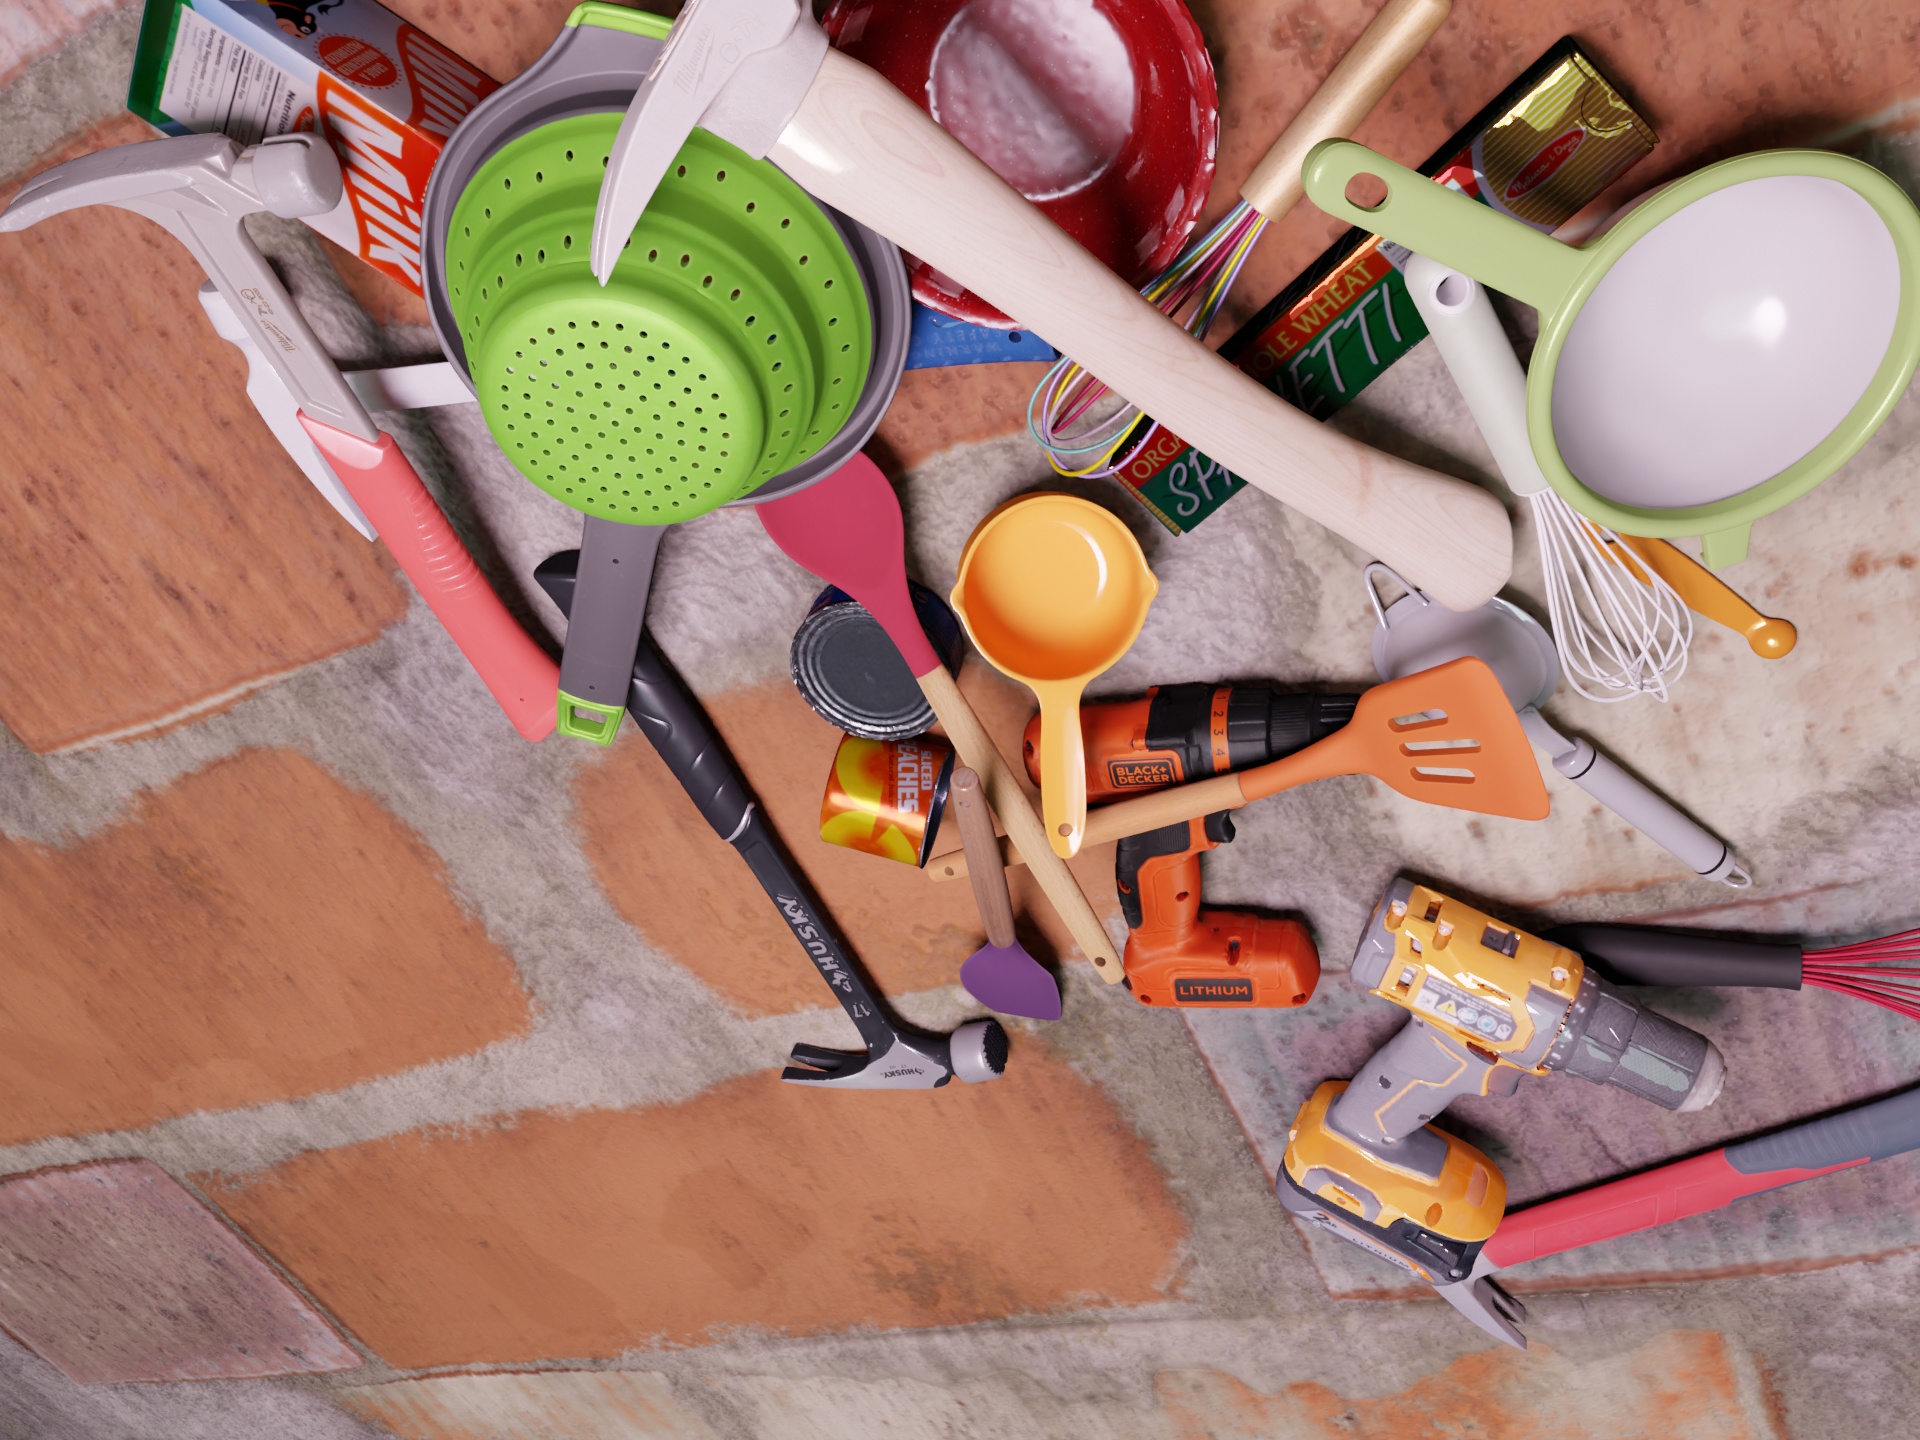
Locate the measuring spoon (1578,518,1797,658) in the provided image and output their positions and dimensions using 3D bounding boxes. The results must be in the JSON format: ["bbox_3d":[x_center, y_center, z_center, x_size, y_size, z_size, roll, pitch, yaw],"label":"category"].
[{"bbox_3d":[0.323,-0.059,0.707,0.117,0.011,0.021,30,129,-8],"label":"measuring spoon"}]

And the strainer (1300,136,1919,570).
[{"bbox_3d":[0.231,-0.165,0.592,0.256,0.069,0.151,17,122,-17],"label":"strainer"}]

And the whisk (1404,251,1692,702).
[{"bbox_3d":[0.244,-0.096,0.662,0.058,0.059,0.246,-32,119,12],"label":"whisk"}]

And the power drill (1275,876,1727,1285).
[{"bbox_3d":[0.282,0.207,0.861,0.185,0.084,0.226,24,128,16],"label":"power drill"}]

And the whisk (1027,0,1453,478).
[{"bbox_3d":[0.105,-0.195,0.650,0.051,0.047,0.245,30,124,-16],"label":"whisk"}]

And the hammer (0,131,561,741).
[{"bbox_3d":[-0.286,-0.112,0.766,0.149,0.037,0.358,-3,141,14],"label":"hammer"}]

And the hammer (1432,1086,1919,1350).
[{"bbox_3d":[0.443,0.268,0.906,0.386,0.038,0.143,-32,114,33],"label":"hammer"}]

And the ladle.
[{"bbox_3d":[-0.001,-0.002,0.771,0.069,0.031,0.315,-26,102,29],"label":"ladle"}]

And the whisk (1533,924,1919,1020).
[{"bbox_3d":[0.438,0.124,0.788,0.296,0.073,0.073,0,127,24],"label":"whisk"}]

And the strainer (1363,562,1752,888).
[{"bbox_3d":[0.287,0.014,0.757,0.258,0.050,0.087,33,144,-14],"label":"strainer"}]

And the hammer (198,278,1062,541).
[{"bbox_3d":[-0.152,-0.163,0.746,0.405,0.035,0.143,-2,131,16],"label":"hammer"}]

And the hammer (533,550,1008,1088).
[{"bbox_3d":[-0.122,0.074,0.924,0.149,0.036,0.408,-15,121,27],"label":"hammer"}]

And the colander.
[{"bbox_3d":[-0.149,-0.094,0.691,0.204,0.095,0.396,16,136,-8],"label":"colander"}]

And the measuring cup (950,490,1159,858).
[{"bbox_3d":[0.044,-0.024,0.756,0.095,0.052,0.173,-4,106,-2],"label":"measuring cup"}]

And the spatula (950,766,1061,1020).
[{"bbox_3d":[0.018,0.104,0.845,0.060,0.018,0.315,7,151,11],"label":"spatula"}]

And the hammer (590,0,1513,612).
[{"bbox_3d":[0.064,-0.134,0.612,0.410,0.038,0.146,27,105,-28],"label":"hammer"}]

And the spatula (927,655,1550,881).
[{"bbox_3d":[0.111,0.041,0.756,0.322,0.041,0.081,-18,108,32],"label":"spatula"}]
